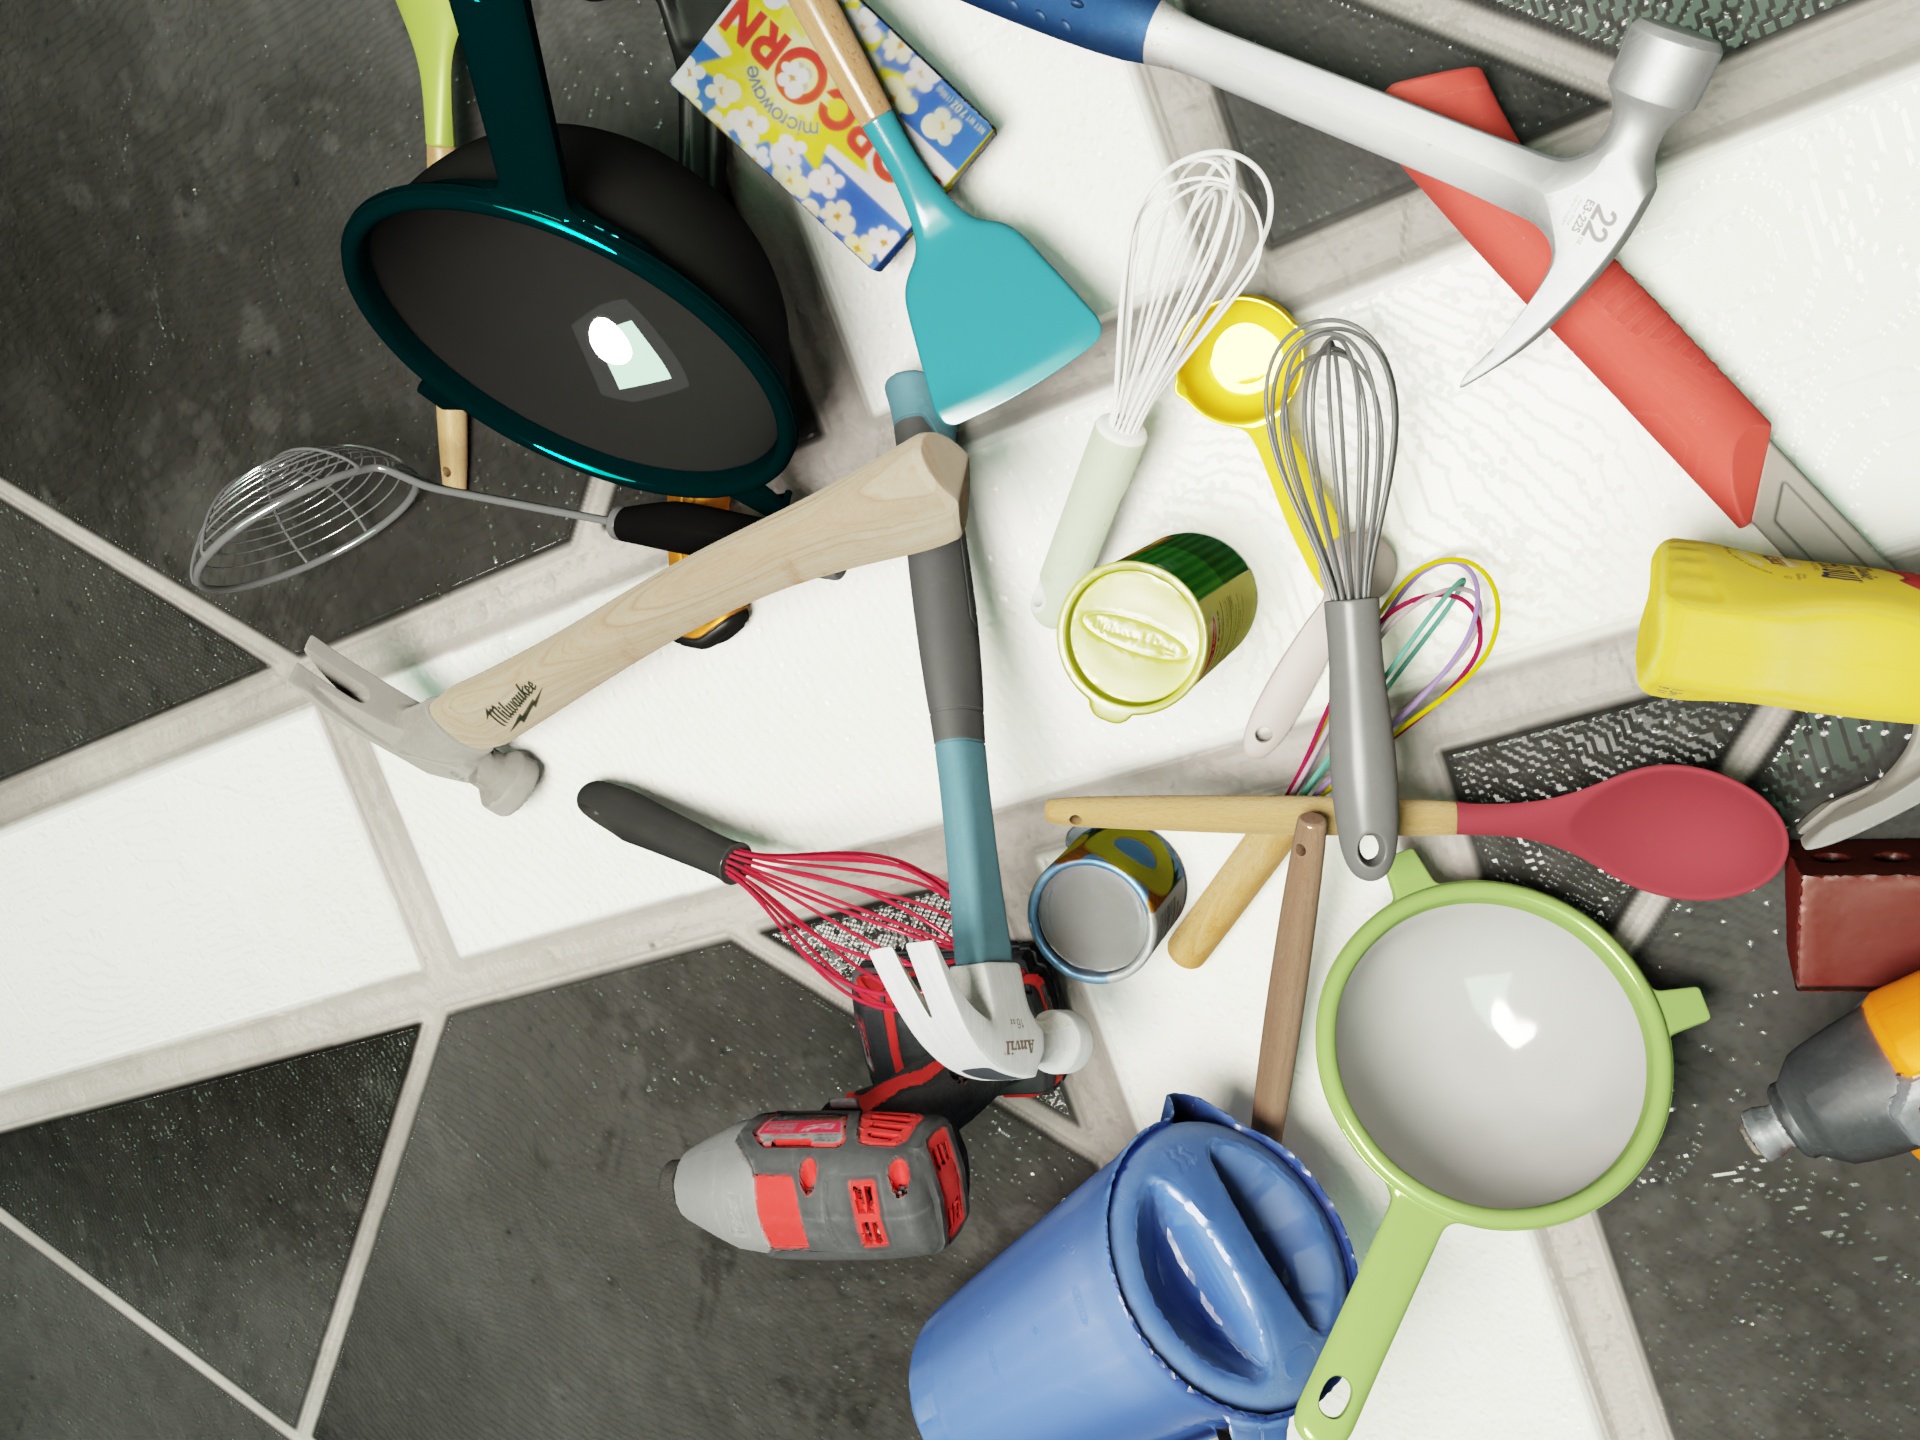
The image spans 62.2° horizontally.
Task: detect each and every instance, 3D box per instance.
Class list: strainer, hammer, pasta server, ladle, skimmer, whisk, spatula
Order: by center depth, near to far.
[{"bbox_3d":[0.292,-0.121,0.652,0.359,0.037,0.149,48,116,4],"label":"hammer"},{"bbox_3d":[-0.154,-0.219,0.660,0.211,0.340,0.095,19,68,2],"label":"strainer"},{"bbox_3d":[0.088,-0.279,0.667,0.406,0.035,0.144,31,125,20],"label":"hammer"},{"bbox_3d":[0.163,-0.049,0.674,0.055,0.055,0.239,-4,95,23],"label":"whisk"},{"bbox_3d":[-0.049,-0.284,0.683,0.082,0.044,0.317,-28,103,12],"label":"spatula"},{"bbox_3d":[0.075,-0.135,0.701,0.059,0.058,0.246,4,134,-16],"label":"whisk"},{"bbox_3d":[0.208,0.197,0.703,0.151,0.069,0.256,26,75,14],"label":"strainer"},{"bbox_3d":[0.194,0.045,0.708,0.315,0.031,0.069,1,121,12],"label":"ladle"},{"bbox_3d":[-0.001,-0.002,0.733,0.033,0.128,0.331,-15,74,32],"label":"hammer"},{"bbox_3d":[0.168,0.028,0.739,0.047,0.051,0.245,34,117,5],"label":"whisk"},{"bbox_3d":[0.145,0.185,0.762,0.060,0.040,0.316,23,124,35],"label":"pasta server"},{"bbox_3d":[-0.164,-0.051,0.770,0.410,0.038,0.146,-22,134,37],"label":"hammer"},{"bbox_3d":[-0.139,-0.203,0.808,0.127,0.034,0.336,8,107,20],"label":"hammer"},{"bbox_3d":[-0.230,-0.082,0.820,0.363,0.127,0.090,11,104,17],"label":"skimmer"},{"bbox_3d":[-0.103,0.081,0.824,0.296,0.073,0.073,18,111,36],"label":"whisk"},{"bbox_3d":[-0.266,-0.278,0.844,0.078,0.062,0.320,14,115,17],"label":"ladle"}]

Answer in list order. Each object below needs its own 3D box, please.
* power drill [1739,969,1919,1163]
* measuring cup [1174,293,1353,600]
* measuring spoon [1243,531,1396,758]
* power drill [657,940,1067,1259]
[{"bbox_3d":[0.428,0.184,0.621,0.164,0.084,0.226,-35,105,26],"label":"power drill"},{"bbox_3d":[0.148,-0.120,0.722,0.062,0.029,0.156,-22,106,24],"label":"measuring cup"},{"bbox_3d":[0.162,-0.030,0.733,0.034,0.018,0.124,25,117,1],"label":"measuring spoon"},{"bbox_3d":[-0.039,0.183,0.764,0.143,0.219,0.078,-8,100,24],"label":"power drill"}]
